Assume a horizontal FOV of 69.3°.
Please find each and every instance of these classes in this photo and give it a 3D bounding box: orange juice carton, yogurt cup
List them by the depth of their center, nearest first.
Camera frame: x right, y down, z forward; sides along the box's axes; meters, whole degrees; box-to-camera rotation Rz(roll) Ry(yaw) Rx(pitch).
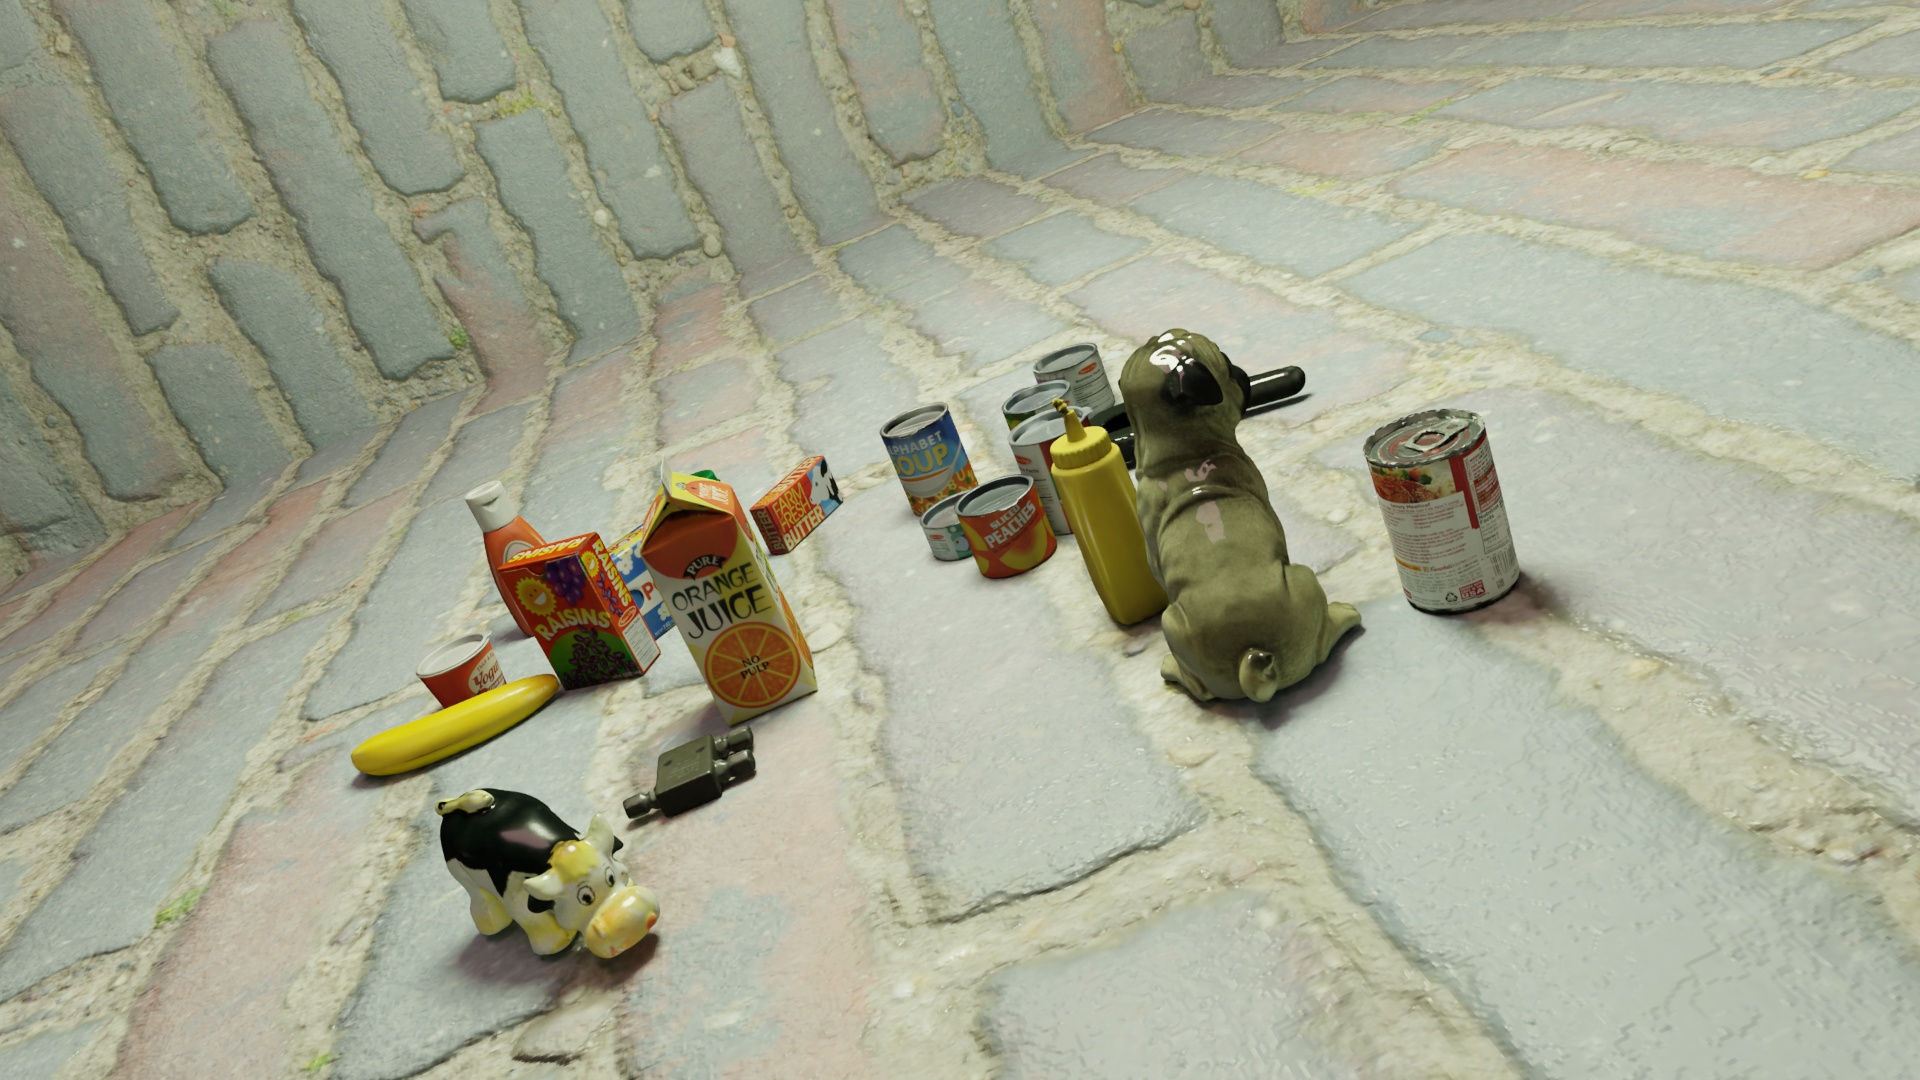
[{"bbox_3d":[-0.176,0.030,1.009,0.073,0.192,0.072,-23,22,-2],"label":"orange juice carton"},{"bbox_3d":[-0.439,0.121,1.232,0.072,0.053,0.073,-19,22,8],"label":"yogurt cup"}]

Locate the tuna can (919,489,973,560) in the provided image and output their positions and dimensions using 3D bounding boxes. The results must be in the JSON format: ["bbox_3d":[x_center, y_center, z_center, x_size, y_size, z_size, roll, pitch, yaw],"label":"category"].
[{"bbox_3d":[0.004,-0.014,1.155,0.071,0.032,0.071,-19,22,8],"label":"tuna can"}]

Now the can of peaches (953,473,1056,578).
[{"bbox_3d":[0.036,-0.011,1.082,0.071,0.058,0.071,-19,22,8],"label":"can of peaches"}]

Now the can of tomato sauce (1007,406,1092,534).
[{"bbox_3d":[0.084,-0.057,1.109,0.071,0.082,0.071,-19,22,8],"label":"can of tomato sauce"}]

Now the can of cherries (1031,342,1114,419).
[{"bbox_3d":[0.108,-0.151,1.336,0.071,0.058,0.072,-19,22,8],"label":"can of cherries"}]

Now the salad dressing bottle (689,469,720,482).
[{"bbox_3d":[-0.183,0.015,1.109,0.044,0.147,0.064,-31,23,-19],"label":"salad dressing bottle"}]

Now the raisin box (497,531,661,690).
[{"bbox_3d":[-0.319,0.061,1.166,0.086,0.123,0.040,-12,24,24],"label":"raisin box"}]

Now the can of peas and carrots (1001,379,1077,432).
[{"bbox_3d":[0.076,-0.106,1.263,0.071,0.058,0.071,-19,22,8],"label":"can of peas and carrots"}]

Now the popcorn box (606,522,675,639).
[{"bbox_3d":[-0.261,0.021,1.252,0.038,0.085,0.127,-1,30,43],"label":"popcorn box"}]

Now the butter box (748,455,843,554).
[{"bbox_3d":[-0.155,-0.034,1.324,0.024,0.053,0.104,-6,27,35],"label":"butter box"}]

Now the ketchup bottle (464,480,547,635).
[{"bbox_3d":[-0.426,0.015,1.337,0.065,0.148,0.043,-30,23,-19],"label":"ketchup bottle"}]

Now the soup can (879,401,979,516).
[{"bbox_3d":[-0.028,-0.071,1.248,0.071,0.083,0.071,-19,22,8],"label":"soup can"}]

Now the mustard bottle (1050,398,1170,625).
[{"bbox_3d":[0.094,-0.023,0.920,0.049,0.159,0.065,-23,22,-2],"label":"mustard bottle"}]
